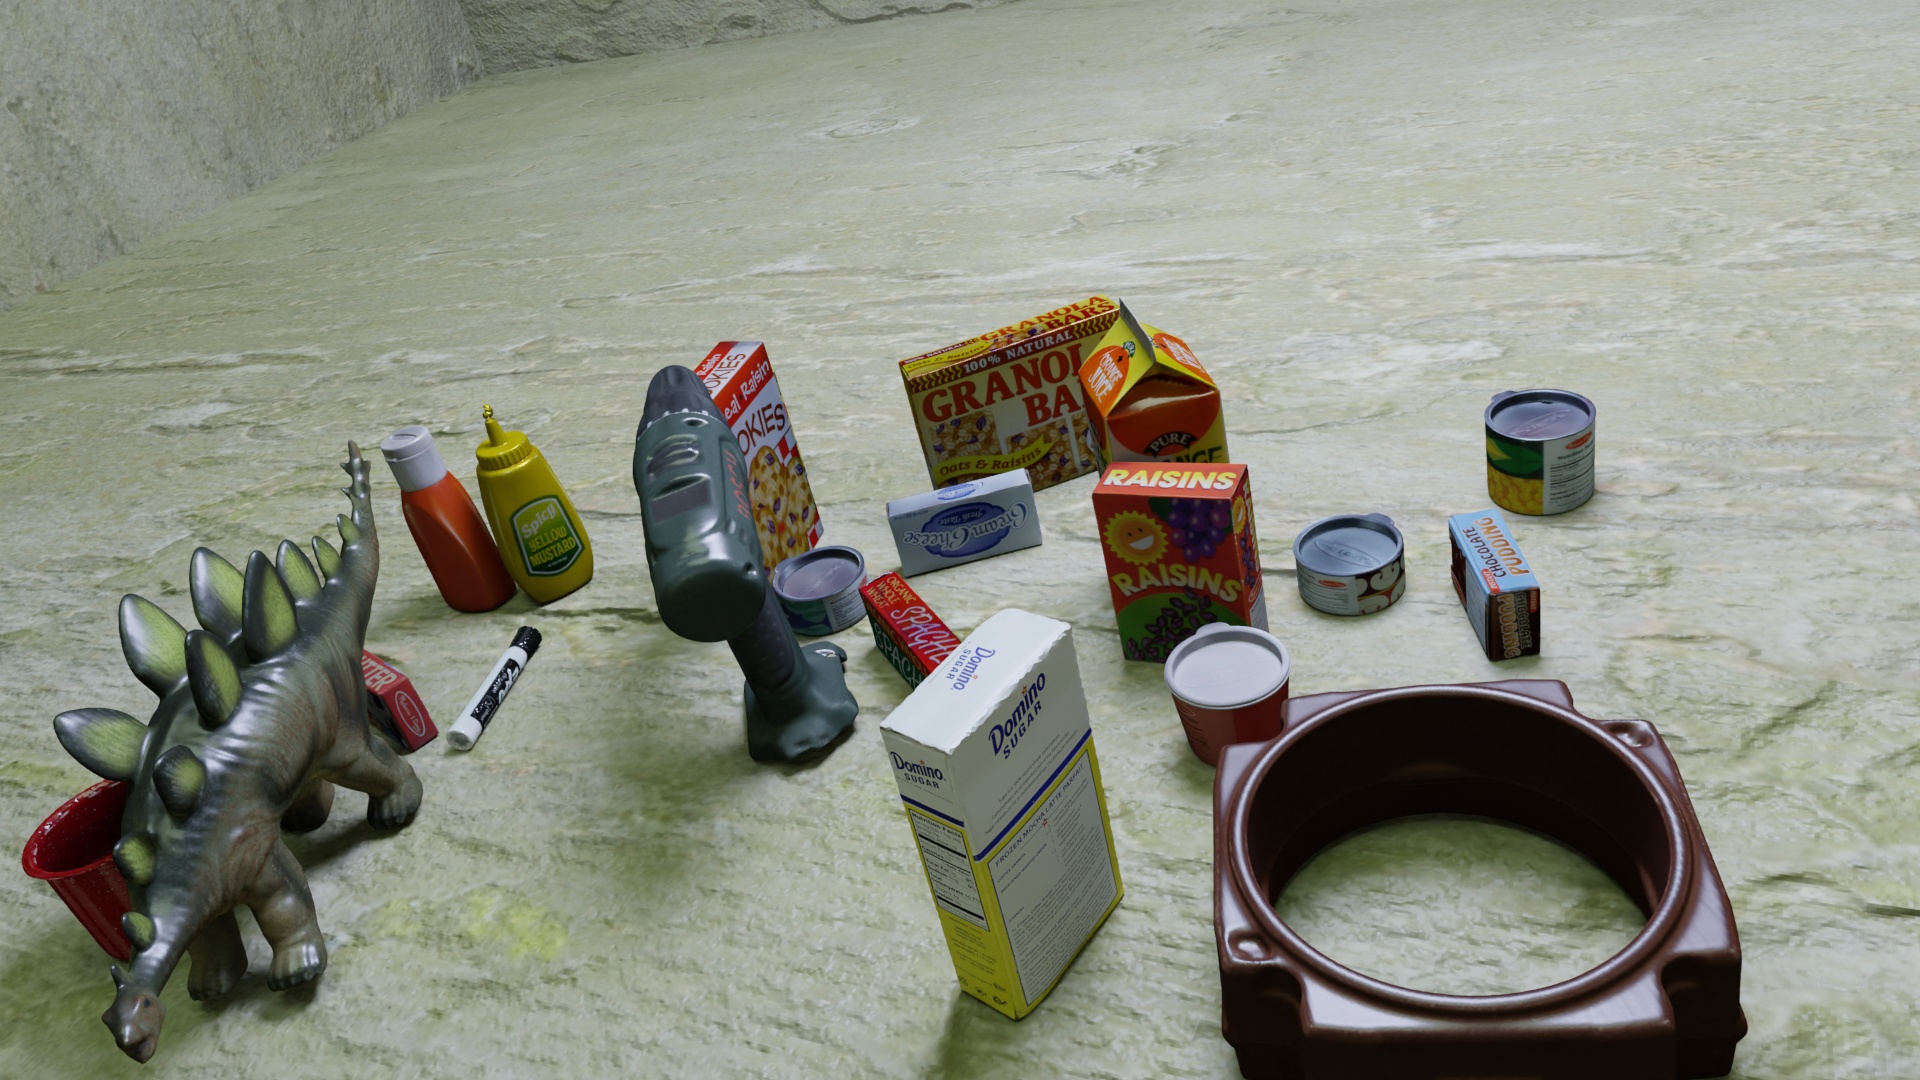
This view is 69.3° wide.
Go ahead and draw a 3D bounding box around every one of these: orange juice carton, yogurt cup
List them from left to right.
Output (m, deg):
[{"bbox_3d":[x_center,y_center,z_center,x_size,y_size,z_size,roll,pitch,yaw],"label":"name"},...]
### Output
[{"bbox_3d":[0.124,-0.053,0.867,0.073,0.191,0.072,-15,31,0],"label":"orange juice carton"},{"bbox_3d":[0.149,0.088,0.764,0.072,0.053,0.073,-11,31,7],"label":"yogurt cup"}]

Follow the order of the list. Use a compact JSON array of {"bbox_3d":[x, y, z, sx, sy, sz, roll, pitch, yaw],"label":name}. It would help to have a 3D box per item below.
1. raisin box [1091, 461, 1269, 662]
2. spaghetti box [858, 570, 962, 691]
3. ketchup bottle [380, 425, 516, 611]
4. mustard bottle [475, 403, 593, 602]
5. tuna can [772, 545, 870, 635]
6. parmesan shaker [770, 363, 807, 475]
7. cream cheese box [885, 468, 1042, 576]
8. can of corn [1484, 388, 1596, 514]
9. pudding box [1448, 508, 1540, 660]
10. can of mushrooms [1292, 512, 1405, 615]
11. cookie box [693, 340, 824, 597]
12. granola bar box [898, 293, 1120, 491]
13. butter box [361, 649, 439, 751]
[{"bbox_3d":[0.132,0.014,0.822,0.086,0.122,0.040,3,36,28],"label":"raisin box"},{"bbox_3d":[0.002,0.092,0.823,0.029,0.050,0.251,-25,33,-16],"label":"spaghetti box"},{"bbox_3d":[-0.398,-0.016,1.069,0.065,0.148,0.044,5,36,29],"label":"ketchup bottle"},{"bbox_3d":[-0.332,-0.031,1.054,0.065,0.159,0.049,-31,35,-25],"label":"mustard bottle"},{"bbox_3d":[-0.097,0.035,0.974,0.071,0.032,0.071,-11,31,7],"label":"tuna can"},{"bbox_3d":[-0.168,-0.087,1.131,0.071,0.102,0.071,-11,31,7],"label":"parmesan shaker"},{"bbox_3d":[0.004,-0.012,0.986,0.104,0.053,0.024,-14,31,1],"label":"cream cheese box"},{"bbox_3d":[0.373,-0.059,0.899,0.071,0.058,0.071,-11,31,7],"label":"can of corn"},{"bbox_3d":[0.308,0.024,0.804,0.030,0.049,0.084,-10,32,8],"label":"pudding box"},{"bbox_3d":[0.243,0.014,0.863,0.071,0.033,0.071,-11,31,7],"label":"can of mushrooms"},{"bbox_3d":[-0.157,-0.041,0.991,0.040,0.166,0.123,-2,33,20],"label":"cookie box"},{"bbox_3d":[0.048,-0.099,1.039,0.166,0.123,0.039,-19,31,-7],"label":"granola bar box"},{"bbox_3d":[-0.408,0.107,0.971,0.103,0.053,0.024,17,44,41],"label":"butter box"}]
